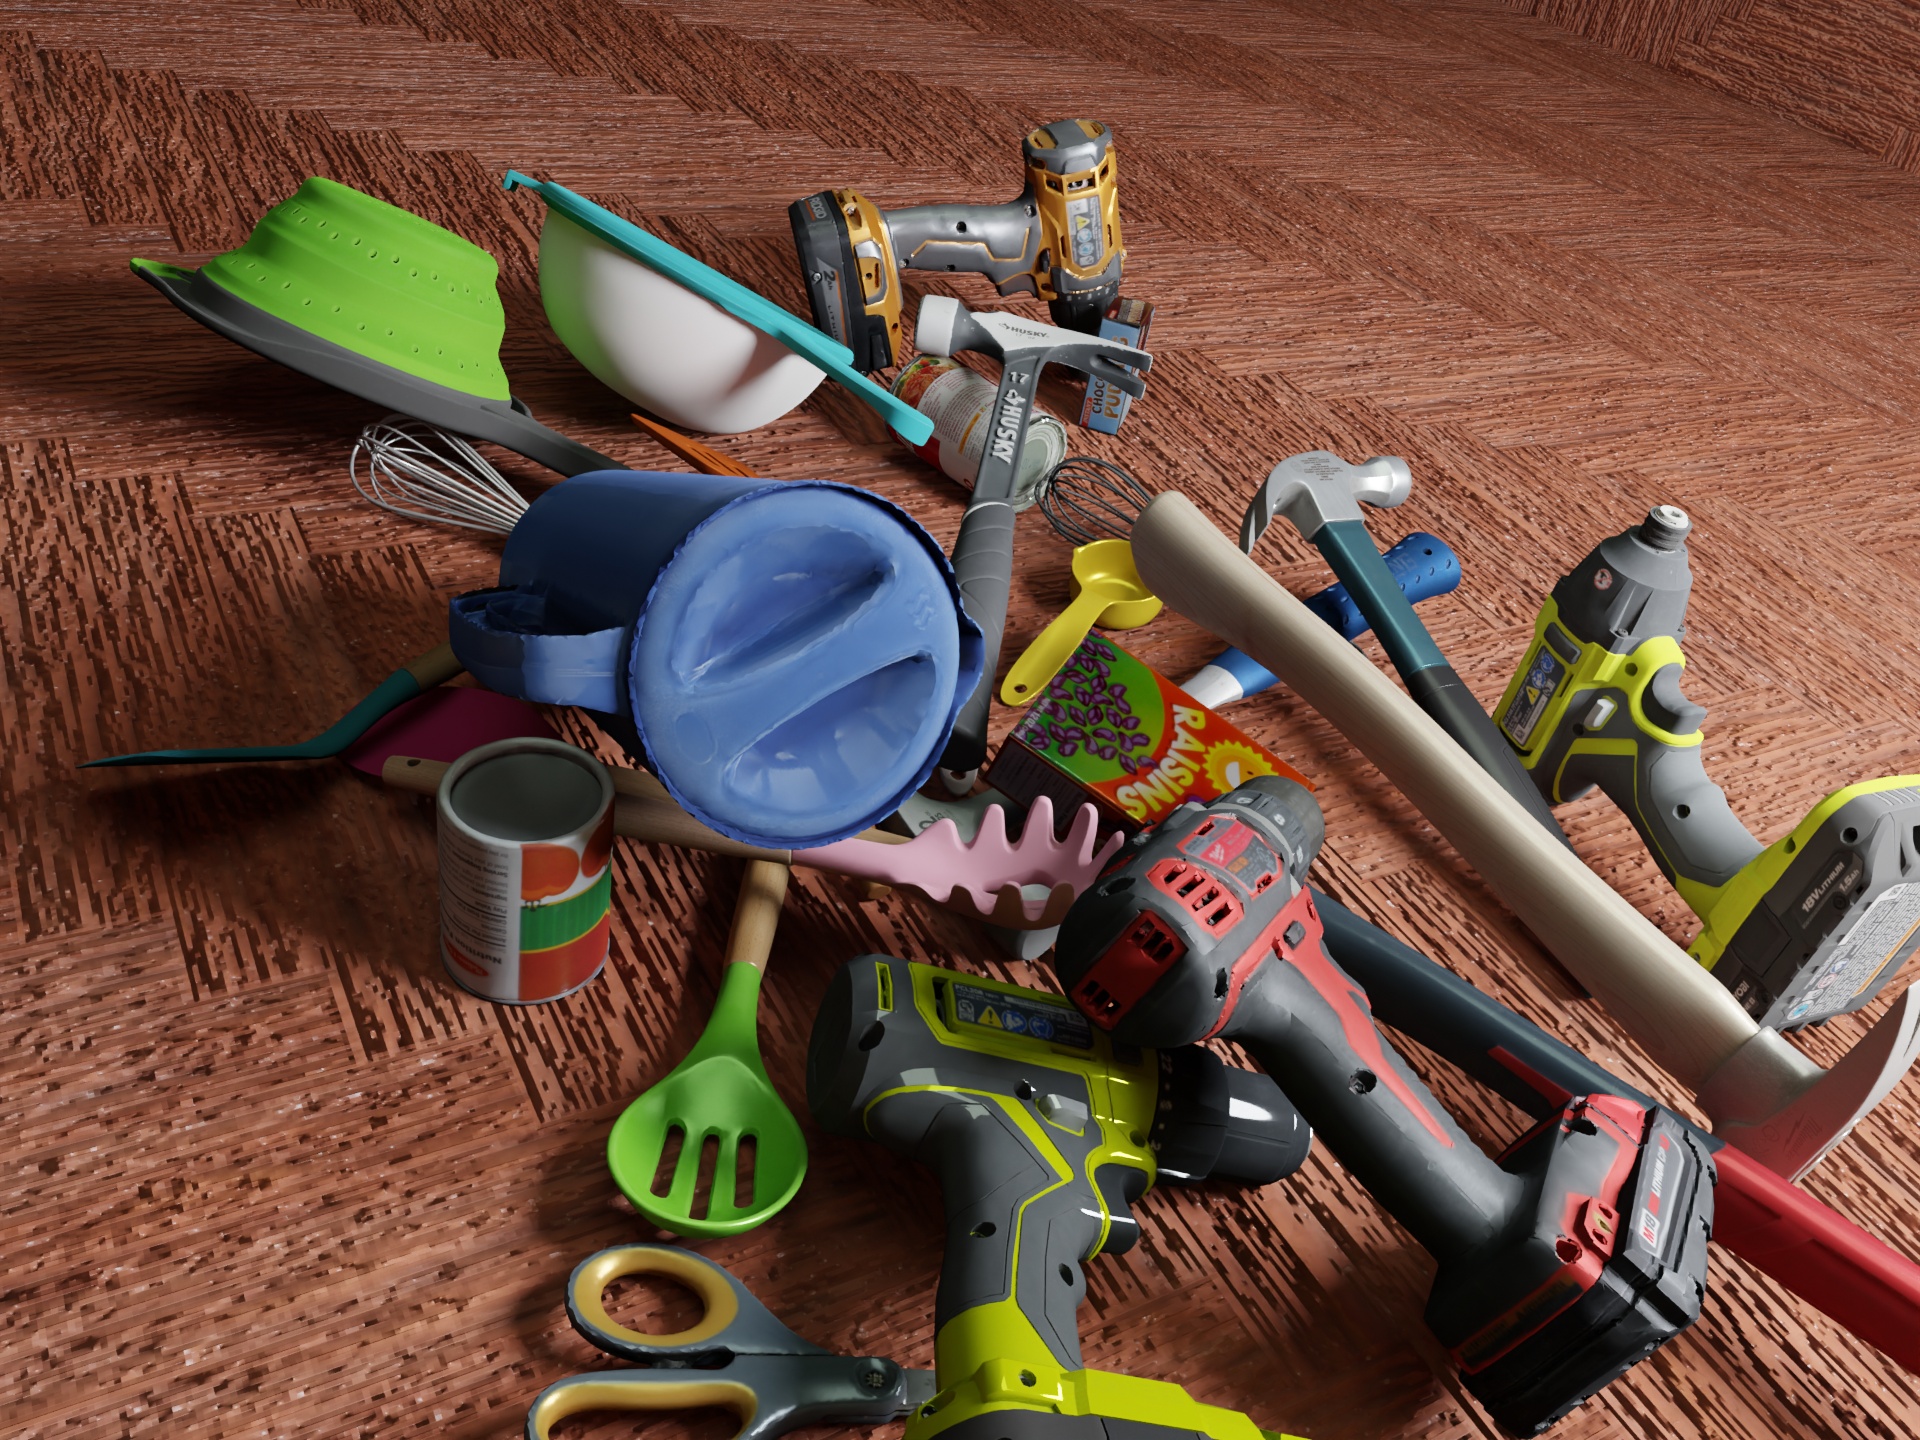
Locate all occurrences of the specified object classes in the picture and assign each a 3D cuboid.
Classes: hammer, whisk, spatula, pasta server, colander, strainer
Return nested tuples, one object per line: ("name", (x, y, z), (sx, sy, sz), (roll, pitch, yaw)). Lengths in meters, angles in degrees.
("hammer", (0.124, -0.020, 0.818), (0.405, 0.035, 0.144), (-28, 54, -35))
("hammer", (0.245, -0.012, 0.804), (0.128, 0.033, 0.331), (-6, 55, -28))
("hammer", (0.271, 0.153, 0.589), (0.387, 0.143, 0.038), (34, 37, 33))
("hammer", (0.214, 0.020, 0.694), (0.038, 0.146, 0.411), (-14, 49, -34))
("whisk", (-0.231, -0.103, 0.859), (0.246, 0.057, 0.059), (27, 73, 15))
("spatula", (-0.240, -0.039, 0.738), (0.082, 0.044, 0.317), (-7, 24, 44))
("pasta server", (-0.092, 0.041, 0.648), (0.316, 0.040, 0.060), (10, 33, 11))
("colander", (-0.257, -0.207, 0.896), (0.397, 0.094, 0.204), (26, 10, 4))
("hammer", (0.022, -0.116, 0.856), (0.149, 0.036, 0.409), (11, 41, 0))
("strainer", (-0.140, -0.207, 0.946), (0.210, 0.095, 0.341), (17, 18, -50))
("spatula", (-0.091, -0.045, 0.787), (0.081, 0.041, 0.323), (19, 39, -45))
("whisk", (0.142, -0.090, 0.946), (0.239, 0.055, 0.055), (36, 42, 23))

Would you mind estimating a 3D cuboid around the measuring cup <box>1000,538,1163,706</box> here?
("measuring cup", (0.064, -0.048, 0.888), (0.062, 0.029, 0.156), (27, 50, 19))

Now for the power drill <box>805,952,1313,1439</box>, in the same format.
("power drill", (0.049, 0.178, 0.516), (0.190, 0.080, 0.229), (16, 29, -16))

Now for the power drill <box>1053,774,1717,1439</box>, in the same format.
("power drill", (0.152, 0.113, 0.572), (0.227, 0.080, 0.188), (43, 29, 12))

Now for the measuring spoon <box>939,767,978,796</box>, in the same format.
("measuring spoon", (-0.001, -0.003, 0.814), (0.034, 0.018, 0.124), (8, 43, -6))

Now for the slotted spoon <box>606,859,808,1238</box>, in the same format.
("slotted spoon", (-0.083, 0.088, 0.655), (0.070, 0.031, 0.314), (10, 34, -3))

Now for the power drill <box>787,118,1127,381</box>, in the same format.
("power drill", (0.008, -0.307, 1.122), (0.226, 0.185, 0.084), (-15, 41, -5))

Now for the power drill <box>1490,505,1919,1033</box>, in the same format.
("power drill", (0.351, 0.020, 0.752), (0.080, 0.171, 0.223), (-6, 43, -23))

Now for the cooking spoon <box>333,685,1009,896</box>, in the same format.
("cooking spoon", (-0.132, 0.033, 0.694), (0.319, 0.017, 0.069), (13, 39, 14))
